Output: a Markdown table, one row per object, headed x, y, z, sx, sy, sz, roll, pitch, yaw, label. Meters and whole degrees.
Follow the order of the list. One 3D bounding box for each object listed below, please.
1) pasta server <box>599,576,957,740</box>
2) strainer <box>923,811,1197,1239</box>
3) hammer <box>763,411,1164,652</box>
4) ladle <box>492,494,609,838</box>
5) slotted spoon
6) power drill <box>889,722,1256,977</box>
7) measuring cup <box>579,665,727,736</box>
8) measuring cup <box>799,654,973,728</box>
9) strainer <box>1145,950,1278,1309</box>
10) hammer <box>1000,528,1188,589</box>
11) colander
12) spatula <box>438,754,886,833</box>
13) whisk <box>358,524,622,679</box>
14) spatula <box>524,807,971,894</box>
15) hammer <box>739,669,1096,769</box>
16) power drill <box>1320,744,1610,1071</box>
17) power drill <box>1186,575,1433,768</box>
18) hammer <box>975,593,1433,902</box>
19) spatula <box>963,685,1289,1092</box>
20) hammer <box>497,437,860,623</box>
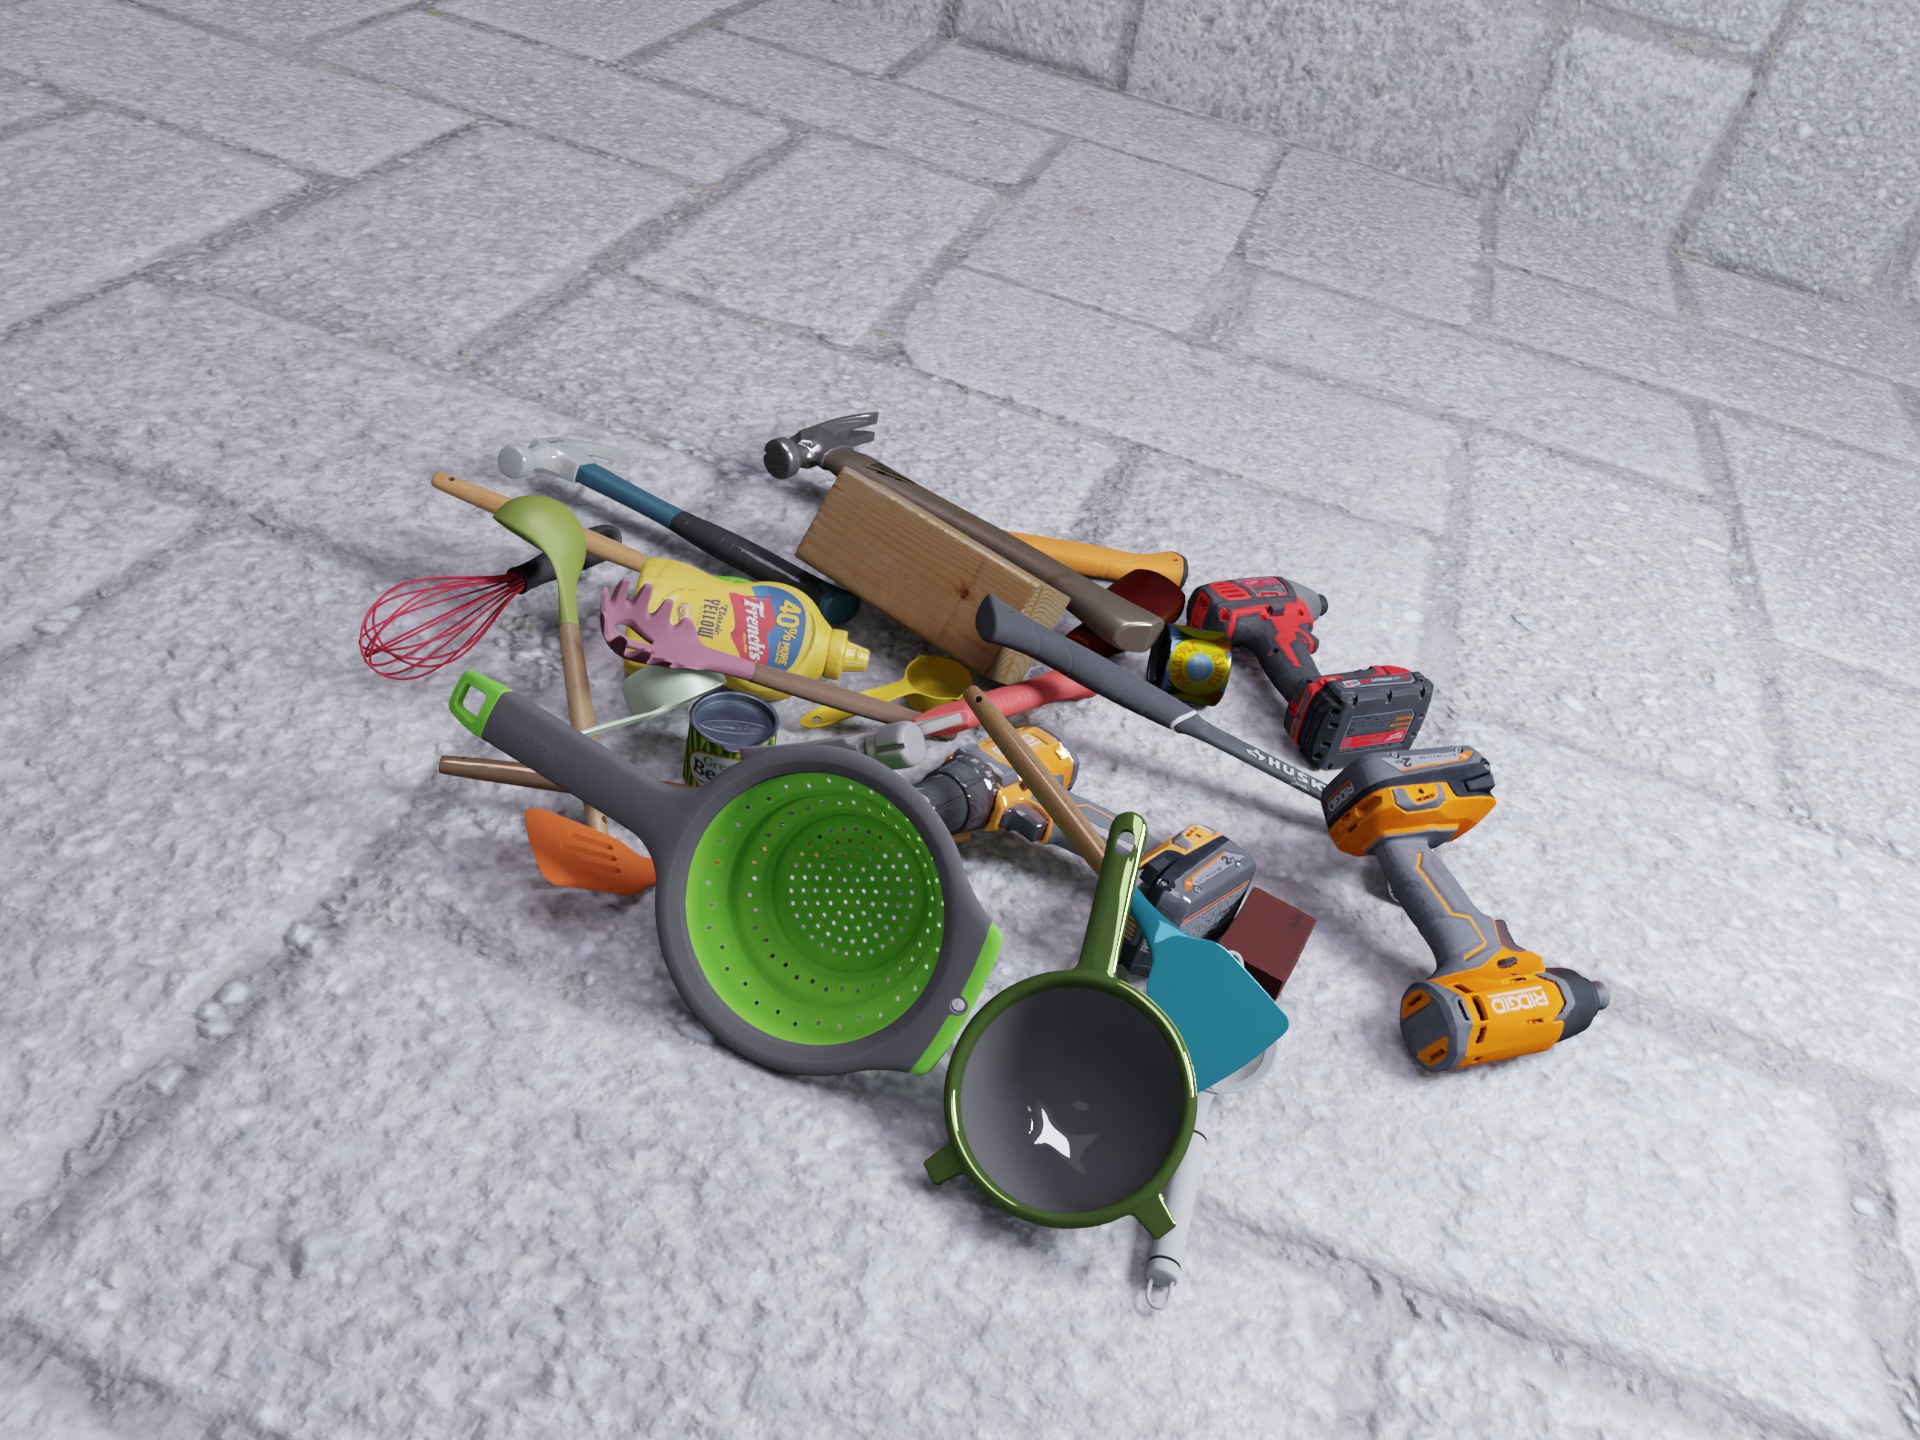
| x | y | z | sx | sy | sz | roll | pitch | yaw | label |
| --- | --- | --- | --- | --- | --- | --- | --- | --- | --- |
| -0.130 | -0.033 | 1.196 | 0.316 | 0.040 | 0.060 | 17 | 50 | -31 | pasta server |
| 0.082 | 0.184 | 0.980 | 0.151 | 0.069 | 0.256 | 9 | 68 | 17 | strainer |
| 0.015 | -0.176 | 1.448 | 0.411 | 0.038 | 0.146 | 33 | 39 | 25 | hammer |
| -0.300 | -0.043 | 1.193 | 0.062 | 0.078 | 0.320 | -27 | 58 | 17 | ladle |
| -0.286 | -0.138 | 1.316 | 0.313 | 0.031 | 0.070 | 22 | 41 | -8 | slotted spoon |
| 0.073 | 0.088 | 1.136 | 0.226 | 0.084 | 0.185 | 34 | 31 | 27 | power drill |
| -0.238 | -0.019 | 1.164 | 0.167 | 0.083 | 0.038 | -26 | 92 | -62 | measuring cup |
| -0.061 | -0.012 | 1.287 | 0.156 | 0.029 | 0.062 | -19 | 47 | -27 | measuring cup |
| 0.145 | 0.254 | 0.997 | 0.087 | 0.050 | 0.259 | 17 | 43 | 7 | strainer |
| 0.052 | -0.163 | 1.507 | 0.337 | 0.034 | 0.127 | 9 | 36 | -7 | hammer |
| -0.153 | 0.075 | 1.033 | 0.397 | 0.204 | 0.094 | 30 | 8 | 11 | colander |
| -0.202 | 0.052 | 1.113 | 0.316 | 0.018 | 0.060 | 8 | 15 | -8 | spatula |
| -0.370 | -0.105 | 1.279 | 0.073 | 0.073 | 0.296 | 27 | 34 | 16 | whisk |
| -0.139 | 0.086 | 1.118 | 0.322 | 0.041 | 0.081 | -4 | 35 | -24 | spatula |
| -0.002 | -0.004 | 1.222 | 0.149 | 0.036 | 0.359 | -9 | 5 | 35 | hammer |
| 0.369 | 0.134 | 1.154 | 0.164 | 0.084 | 0.227 | -4 | 61 | -23 | power drill |
| 0.313 | -0.055 | 1.423 | 0.143 | 0.078 | 0.220 | -7 | 39 | -26 | power drill |
| 0.196 | 0.005 | 1.264 | 0.409 | 0.036 | 0.149 | 28 | 34 | -5 | hammer |
| 0.090 | 0.095 | 1.053 | 0.082 | 0.044 | 0.318 | -32 | 61 | -8 | spatula |
| -0.238 | -0.170 | 1.404 | 0.331 | 0.033 | 0.128 | 28 | 22 | 12 | hammer |
